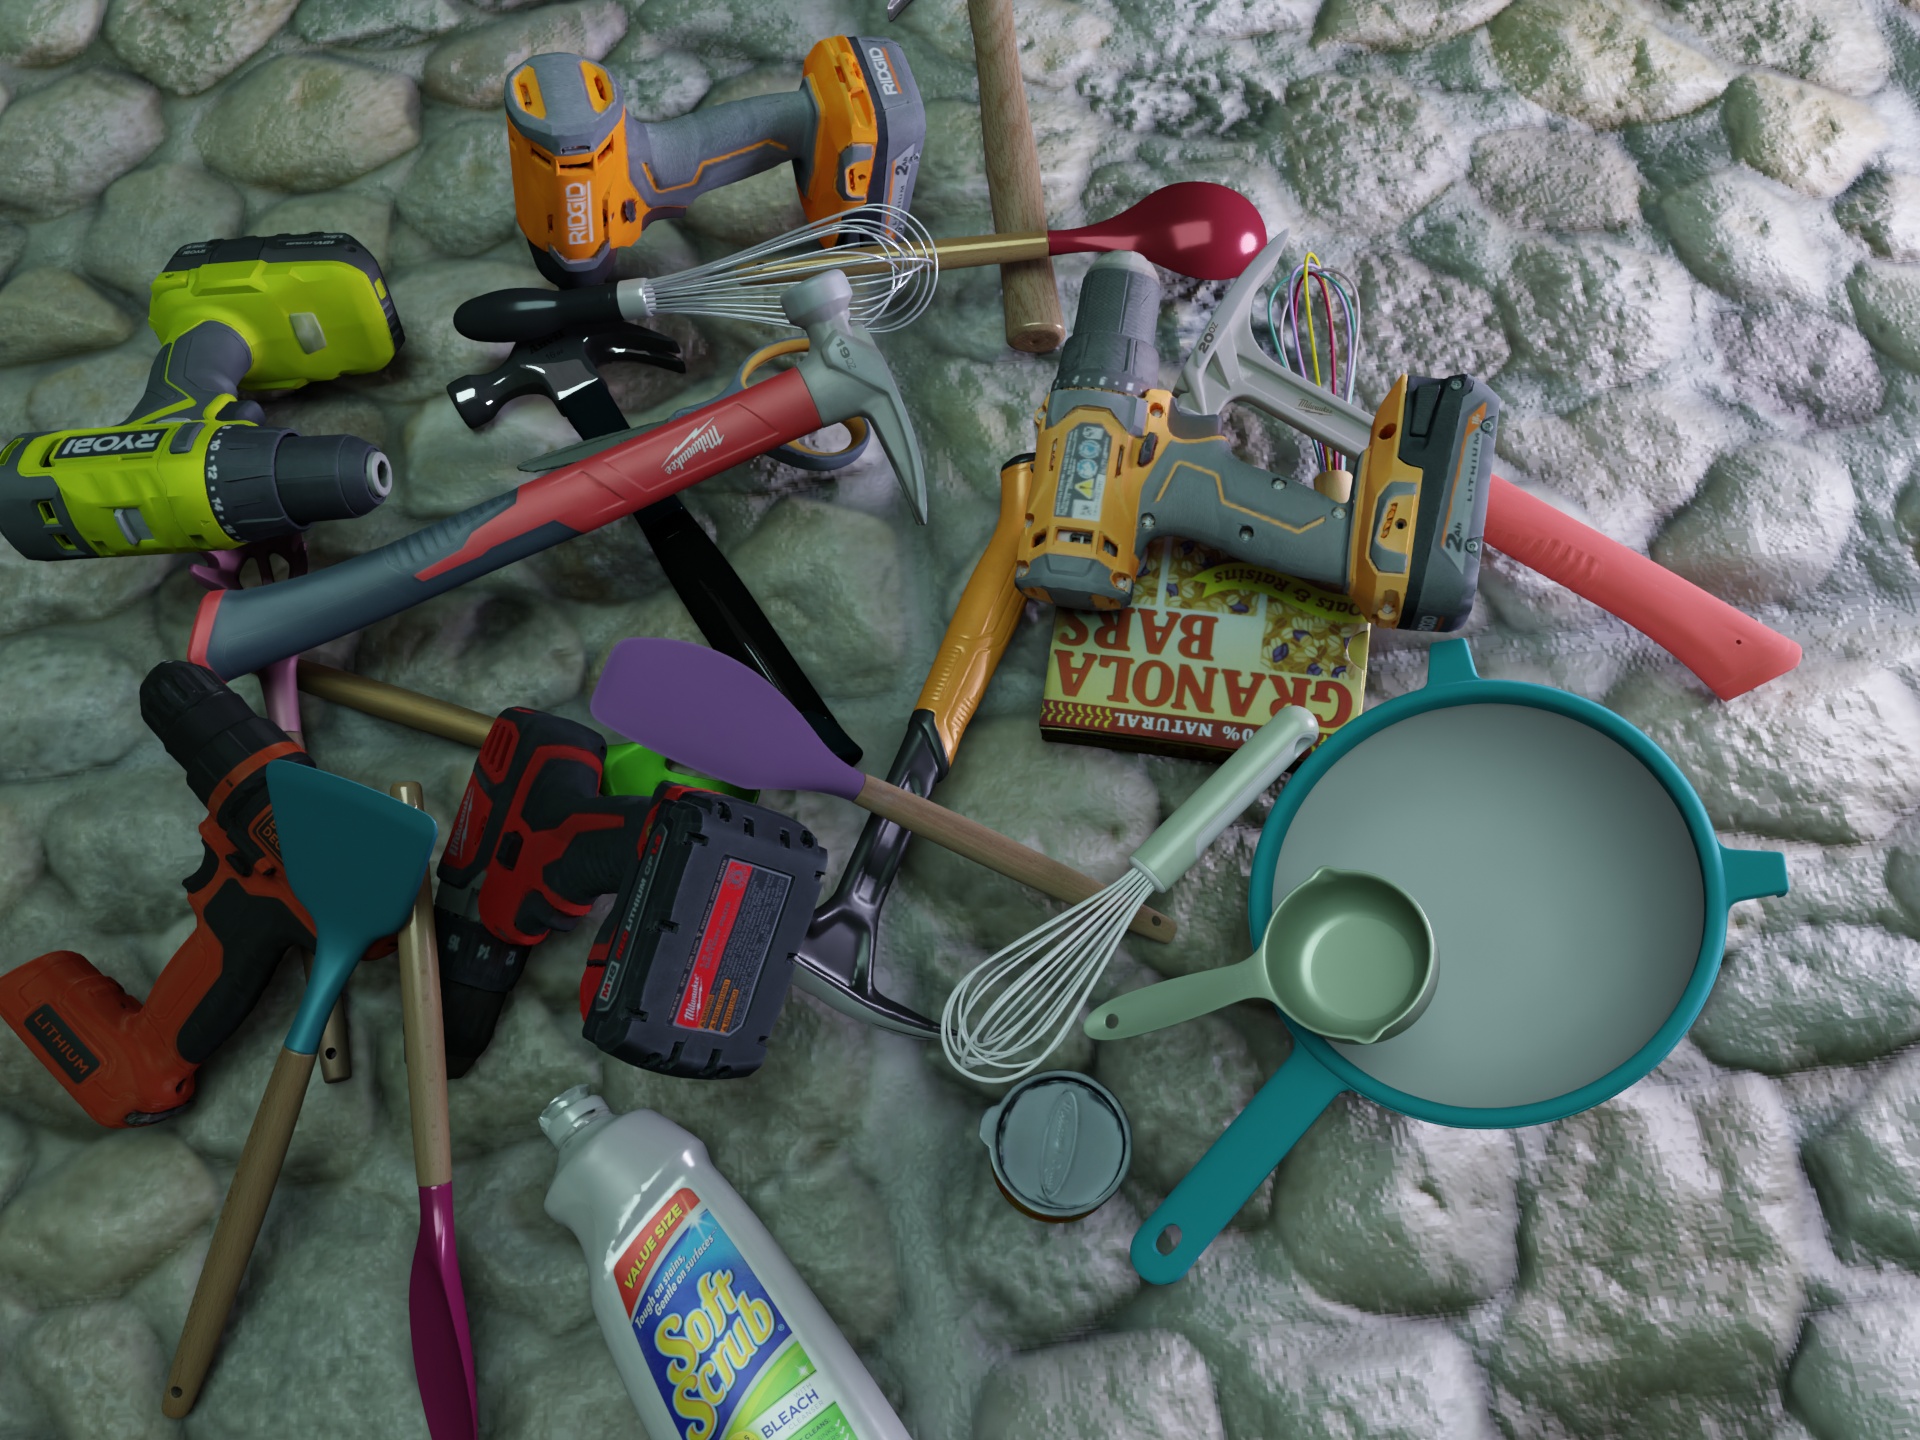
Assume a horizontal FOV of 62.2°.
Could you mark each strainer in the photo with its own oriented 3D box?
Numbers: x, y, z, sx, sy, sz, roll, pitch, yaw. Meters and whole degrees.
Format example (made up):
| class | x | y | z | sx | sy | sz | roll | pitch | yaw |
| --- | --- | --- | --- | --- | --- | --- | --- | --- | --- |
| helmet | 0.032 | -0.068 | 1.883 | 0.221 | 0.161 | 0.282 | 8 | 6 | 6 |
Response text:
| class | x | y | z | sx | sy | sz | roll | pitch | yaw |
| --- | --- | --- | --- | --- | --- | --- | --- | --- | --- |
| strainer | 0.211 | 0.142 | 0.766 | 0.340 | 0.095 | 0.211 | -50 | 56 | 3 |

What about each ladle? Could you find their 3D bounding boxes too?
| class | x | y | z | sx | sy | sz | roll | pitch | yaw |
| --- | --- | --- | --- | --- | --- | --- | --- | --- | --- |
| ladle | 0.025 | -0.278 | 0.934 | 0.315 | 0.031 | 0.069 | -6 | 69 | 0 |

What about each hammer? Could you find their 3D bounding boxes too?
| class | x | y | z | sx | sy | sz | roll | pitch | yaw |
| --- | --- | --- | --- | --- | --- | --- | --- | --- | --- |
| hammer | -0.209 | -0.096 | 0.837 | 0.386 | 0.038 | 0.143 | -25 | 100 | -7 |
| hammer | 0.026 | -0.377 | 1.002 | 0.130 | 0.031 | 0.332 | -5 | 68 | -1 |
| hammer | -0.001 | -0.003 | 0.835 | 0.127 | 0.034 | 0.337 | 35 | 61 | -23 |
| hammer | 0.289 | -0.124 | 0.865 | 0.359 | 0.036 | 0.149 | 30 | 76 | 4 |
| hammer | -0.159 | -0.099 | 0.895 | 0.128 | 0.033 | 0.331 | -32 | 71 | -10 |

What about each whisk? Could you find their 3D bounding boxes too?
| class | x | y | z | sx | sy | sz | roll | pitch | yaw |
| --- | --- | --- | --- | --- | --- | --- | --- | --- | --- |
| whisk | 0.086 | 0.081 | 0.772 | 0.246 | 0.057 | 0.059 | -44 | 57 | -7 |
| whisk | -0.153 | -0.245 | 0.904 | 0.284 | 0.070 | 0.070 | -5 | 68 | 7 |
| whisk | 0.208 | -0.159 | 0.905 | 0.051 | 0.047 | 0.245 | 0 | 71 | 0 |

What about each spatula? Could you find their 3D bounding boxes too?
| class | x | y | z | sx | sy | sz | roll | pitch | yaw |
| --- | --- | --- | --- | --- | --- | --- | --- | --- | --- |
| spatula | -0.315 | 0.175 | 0.723 | 0.082 | 0.044 | 0.317 | 20 | 94 | 3 |
| spatula | -0.026 | 0.041 | 0.771 | 0.315 | 0.018 | 0.060 | 27 | 63 | -17 |

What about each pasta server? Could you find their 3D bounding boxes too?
| class | x | y | z | sx | sy | sz | roll | pitch | yaw |
| --- | --- | --- | --- | --- | --- | --- | --- | --- | --- |
| pasta server | -0.351 | 0.031 | 0.831 | 0.060 | 0.040 | 0.316 | -13 | 74 | -8 |

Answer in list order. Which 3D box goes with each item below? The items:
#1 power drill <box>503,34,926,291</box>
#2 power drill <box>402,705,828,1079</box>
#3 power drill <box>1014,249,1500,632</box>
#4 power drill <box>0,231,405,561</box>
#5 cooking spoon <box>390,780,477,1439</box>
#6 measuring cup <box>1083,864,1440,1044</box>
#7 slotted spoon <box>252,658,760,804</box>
| class | x | y | z | sx | sy | sz | roll | pitch | yaw |
| --- | --- | --- | --- | --- | --- | --- | --- | --- | --- |
| power drill | -0.146 | -0.314 | 0.928 | 0.226 | 0.164 | 0.084 | -12 | 68 | -17 |
| power drill | -0.179 | 0.099 | 0.739 | 0.227 | 0.080 | 0.188 | 13 | 82 | 46 |
| power drill | 0.148 | -0.140 | 0.802 | 0.226 | 0.084 | 0.185 | 8 | 84 | 13 |
| power drill | -0.382 | -0.173 | 0.856 | 0.190 | 0.080 | 0.229 | -4 | 44 | 4 |
| cooking spoon | -0.243 | 0.187 | 0.732 | 0.017 | 0.069 | 0.319 | -3 | 85 | -38 |
| measuring cup | 0.138 | 0.123 | 0.733 | 0.167 | 0.038 | 0.083 | -21 | 62 | 21 |
| slotted spoon | -0.253 | 0.005 | 0.859 | 0.314 | 0.031 | 0.070 | 16 | 72 | 10 |
